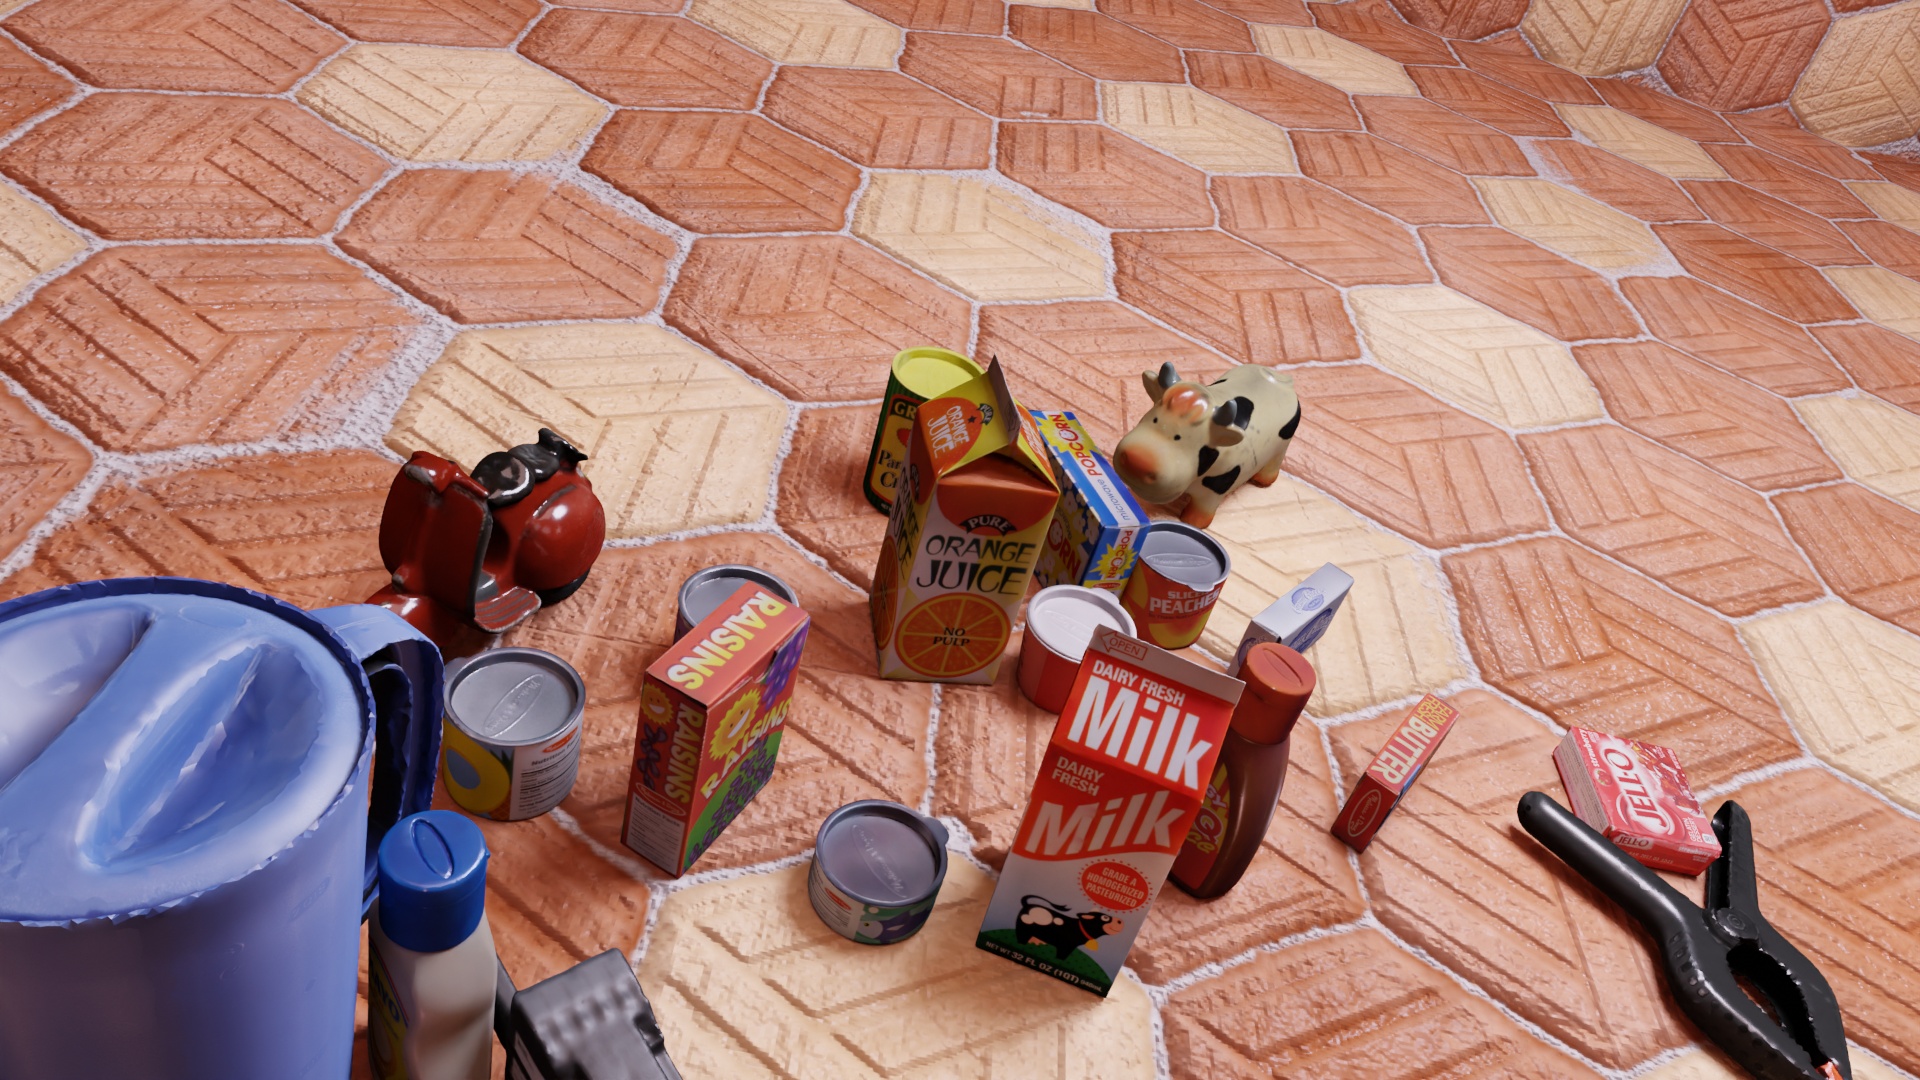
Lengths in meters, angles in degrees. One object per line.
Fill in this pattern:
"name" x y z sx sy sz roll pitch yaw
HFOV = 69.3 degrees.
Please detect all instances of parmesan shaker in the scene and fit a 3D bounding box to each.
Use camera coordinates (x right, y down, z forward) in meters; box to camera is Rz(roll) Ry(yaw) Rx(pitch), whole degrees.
"parmesan shaker" -0.022 -0.070 0.939 0.071 0.102 0.072 11 37 -8

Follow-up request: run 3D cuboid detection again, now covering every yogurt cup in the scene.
"yogurt cup" 0.066 0.068 0.838 0.072 0.053 0.073 11 37 -8

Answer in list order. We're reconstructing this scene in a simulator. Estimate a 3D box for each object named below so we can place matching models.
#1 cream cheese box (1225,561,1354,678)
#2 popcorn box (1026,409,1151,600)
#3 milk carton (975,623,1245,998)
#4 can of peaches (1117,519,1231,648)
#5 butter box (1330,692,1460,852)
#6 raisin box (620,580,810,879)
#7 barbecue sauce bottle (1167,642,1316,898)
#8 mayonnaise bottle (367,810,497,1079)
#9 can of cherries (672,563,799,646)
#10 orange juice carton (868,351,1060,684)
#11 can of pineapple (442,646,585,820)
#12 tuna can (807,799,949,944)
"cream cheese box" 0.217 0.057 0.911 0.024 0.053 0.104 37 41 25
"popcorn box" 0.072 -0.017 0.923 0.038 0.084 0.127 -3 41 -25
"milk carton" 0.070 0.122 0.657 0.072 0.189 0.074 21 37 6
"can of peaches" 0.137 0.030 0.910 0.071 0.057 0.071 11 37 -8
"butter box" 0.259 0.136 0.826 0.024 0.052 0.104 34 40 22
"raisin box" -0.120 0.092 0.677 0.040 0.122 0.086 28 38 14
"barbecue sauce bottle" 0.141 0.118 0.724 0.044 0.147 0.065 -12 45 -33
"mayonnaise bottle" -0.203 0.164 0.532 0.041 0.147 0.065 -17 48 -37
"can of cherries" -0.126 0.058 0.773 0.071 0.058 0.072 11 37 -8
"orange juice carton" 0.003 -0.010 0.798 0.073 0.191 0.072 5 38 -15
"can of pineapple" -0.223 0.095 0.688 0.071 0.057 0.071 11 37 -8
"tuna can" -0.040 0.164 0.691 0.071 0.032 0.071 11 37 -8
